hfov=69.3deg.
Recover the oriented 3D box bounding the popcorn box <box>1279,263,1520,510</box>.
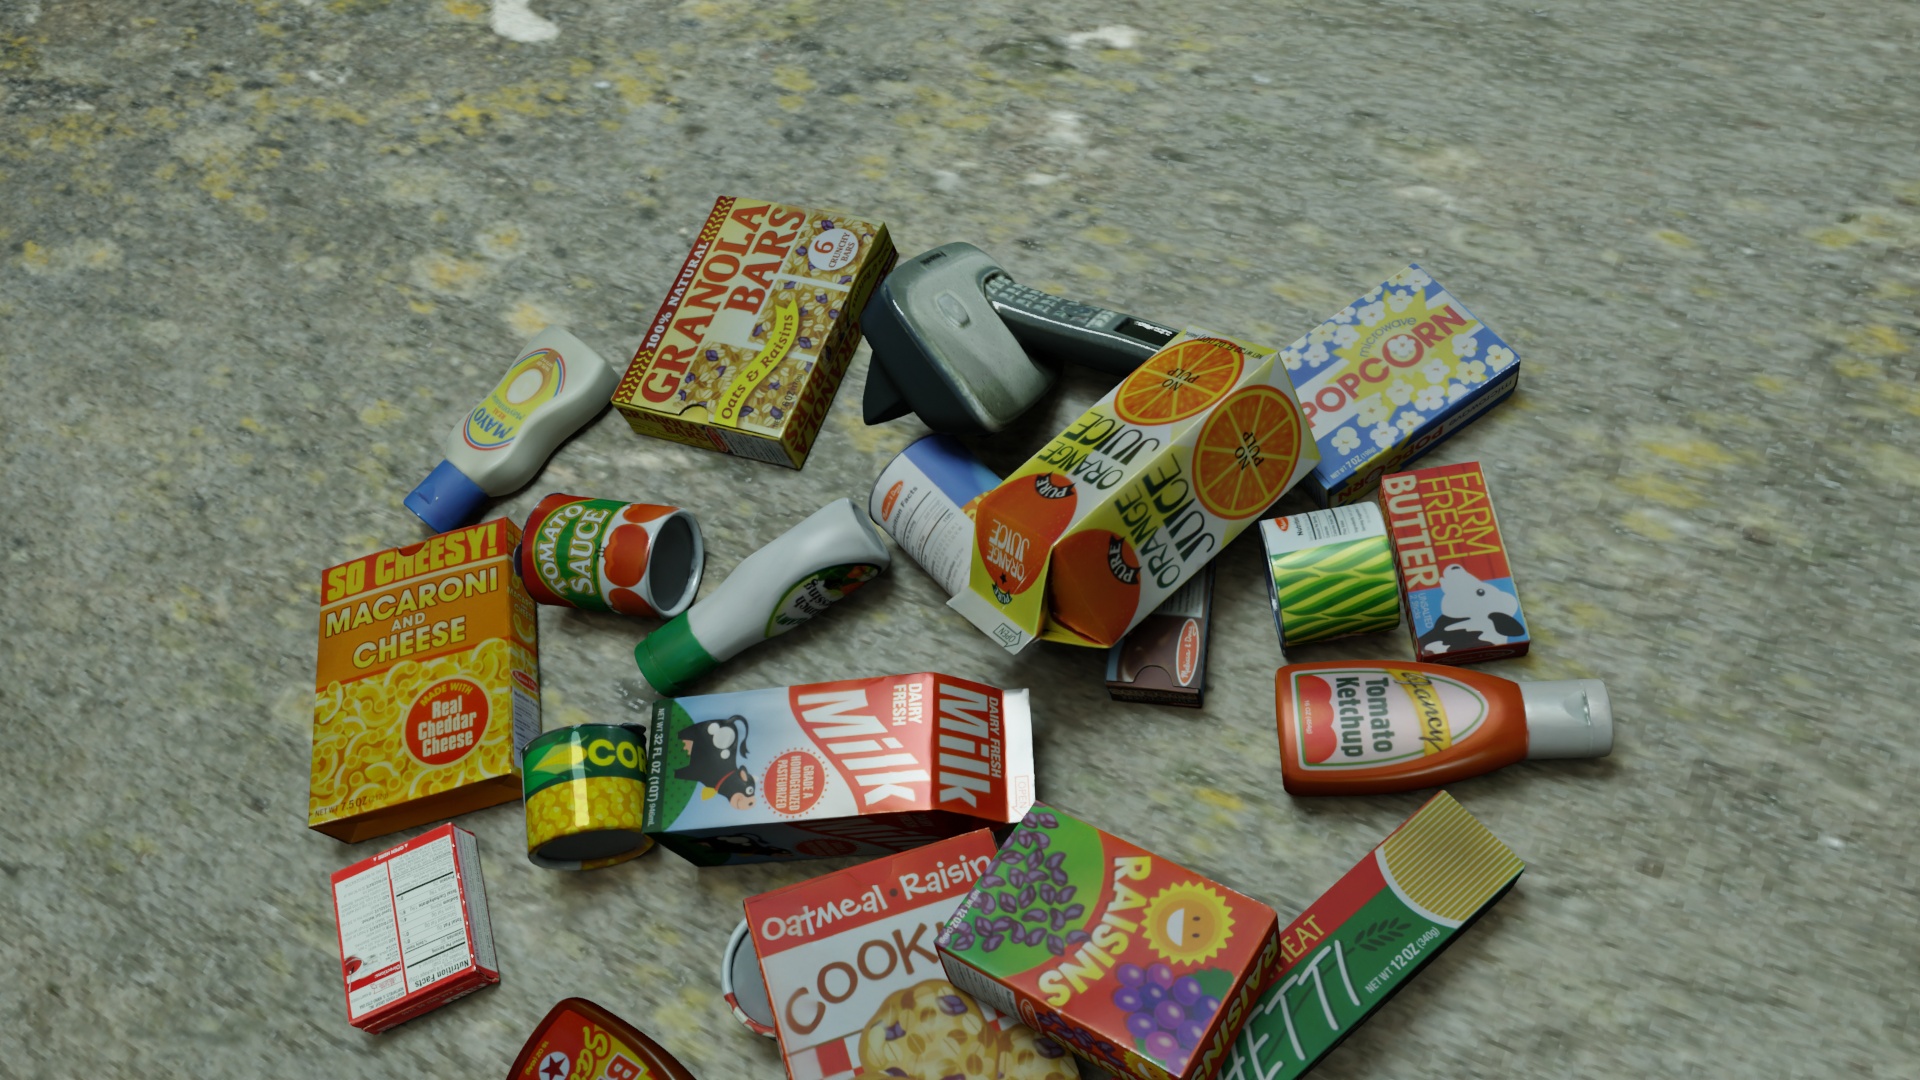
[{"bbox_3d":[0.223,-0.083,0.752,0.127,0.038,0.085,-34,61,-4],"label":"popcorn box"}]

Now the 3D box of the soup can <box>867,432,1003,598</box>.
[{"bbox_3d":[0.003,-0.010,0.759,0.071,0.071,0.084,-42,62,-8],"label":"soup can"}]

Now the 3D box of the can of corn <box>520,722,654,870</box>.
[{"bbox_3d":[-0.195,0.135,0.734,0.071,0.071,0.058,-17,61,6],"label":"can of corn"}]

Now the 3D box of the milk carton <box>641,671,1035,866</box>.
[{"bbox_3d":[-0.057,0.116,0.704,0.190,0.073,0.072,-8,62,11],"label":"milk carton"}]

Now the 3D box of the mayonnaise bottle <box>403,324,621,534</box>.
[{"bbox_3d":[-0.286,-0.067,0.878,0.065,0.041,0.148,34,75,25],"label":"mayonnaise bottle"}]

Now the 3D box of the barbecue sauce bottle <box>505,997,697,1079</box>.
[{"bbox_3d":[-0.145,0.280,0.660,0.149,0.043,0.065,23,69,24],"label":"barbecue sauce bottle"}]

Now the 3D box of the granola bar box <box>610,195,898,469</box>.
[{"bbox_3d":[-0.128,-0.135,0.873,0.124,0.039,0.166,13,67,21],"label":"granola bar box"}]

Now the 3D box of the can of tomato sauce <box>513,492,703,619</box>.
[{"bbox_3d":[-0.201,0.009,0.800,0.083,0.071,0.071,6,65,17],"label":"can of tomato sauce"}]

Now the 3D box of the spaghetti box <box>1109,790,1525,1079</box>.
[{"bbox_3d":[0.142,0.204,0.604,0.251,0.028,0.050,-34,59,-17],"label":"spaghetti box"}]

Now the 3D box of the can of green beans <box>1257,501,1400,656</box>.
[{"bbox_3d":[0.183,0.017,0.695,0.058,0.071,0.071,-11,61,9],"label":"can of green beans"}]

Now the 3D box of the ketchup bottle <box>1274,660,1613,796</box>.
[{"bbox_3d":[0.227,0.087,0.660,0.149,0.043,0.065,-4,62,12],"label":"ketchup bottle"}]

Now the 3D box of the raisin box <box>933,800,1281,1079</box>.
[{"bbox_3d":[0.064,0.176,0.598,0.123,0.040,0.086,19,52,33],"label":"raisin box"}]

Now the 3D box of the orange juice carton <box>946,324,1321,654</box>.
[{"bbox_3d":[0.081,-0.017,0.693,0.193,0.072,0.072,-40,34,-12],"label":"orange juice carton"}]

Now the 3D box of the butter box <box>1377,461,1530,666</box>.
[{"bbox_3d":[0.249,0.012,0.704,0.053,0.024,0.104,-10,62,10],"label":"butter box"}]

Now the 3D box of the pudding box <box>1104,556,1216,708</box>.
[{"bbox_3d":[0.105,0.043,0.723,0.049,0.030,0.084,3,64,15],"label":"pudding box"}]

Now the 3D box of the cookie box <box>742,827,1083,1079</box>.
[{"bbox_3d":[-0.017,0.228,0.628,0.123,0.040,0.168,-13,62,-15],"label":"cookie box"}]

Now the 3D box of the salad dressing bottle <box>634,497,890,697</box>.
[{"bbox_3d":[-0.111,0.034,0.771,0.147,0.064,0.044,-33,70,6],"label":"salad dressing bottle"}]

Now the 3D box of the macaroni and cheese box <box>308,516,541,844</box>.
[{"bbox_3d":[-0.311,0.078,0.810,0.124,0.040,0.167,-16,61,6],"label":"macaroni and cheese box"}]

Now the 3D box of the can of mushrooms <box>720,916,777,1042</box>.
[{"bbox_3d":[-0.080,0.212,0.683,0.071,0.033,0.071,-5,62,10],"label":"can of mushrooms"}]
